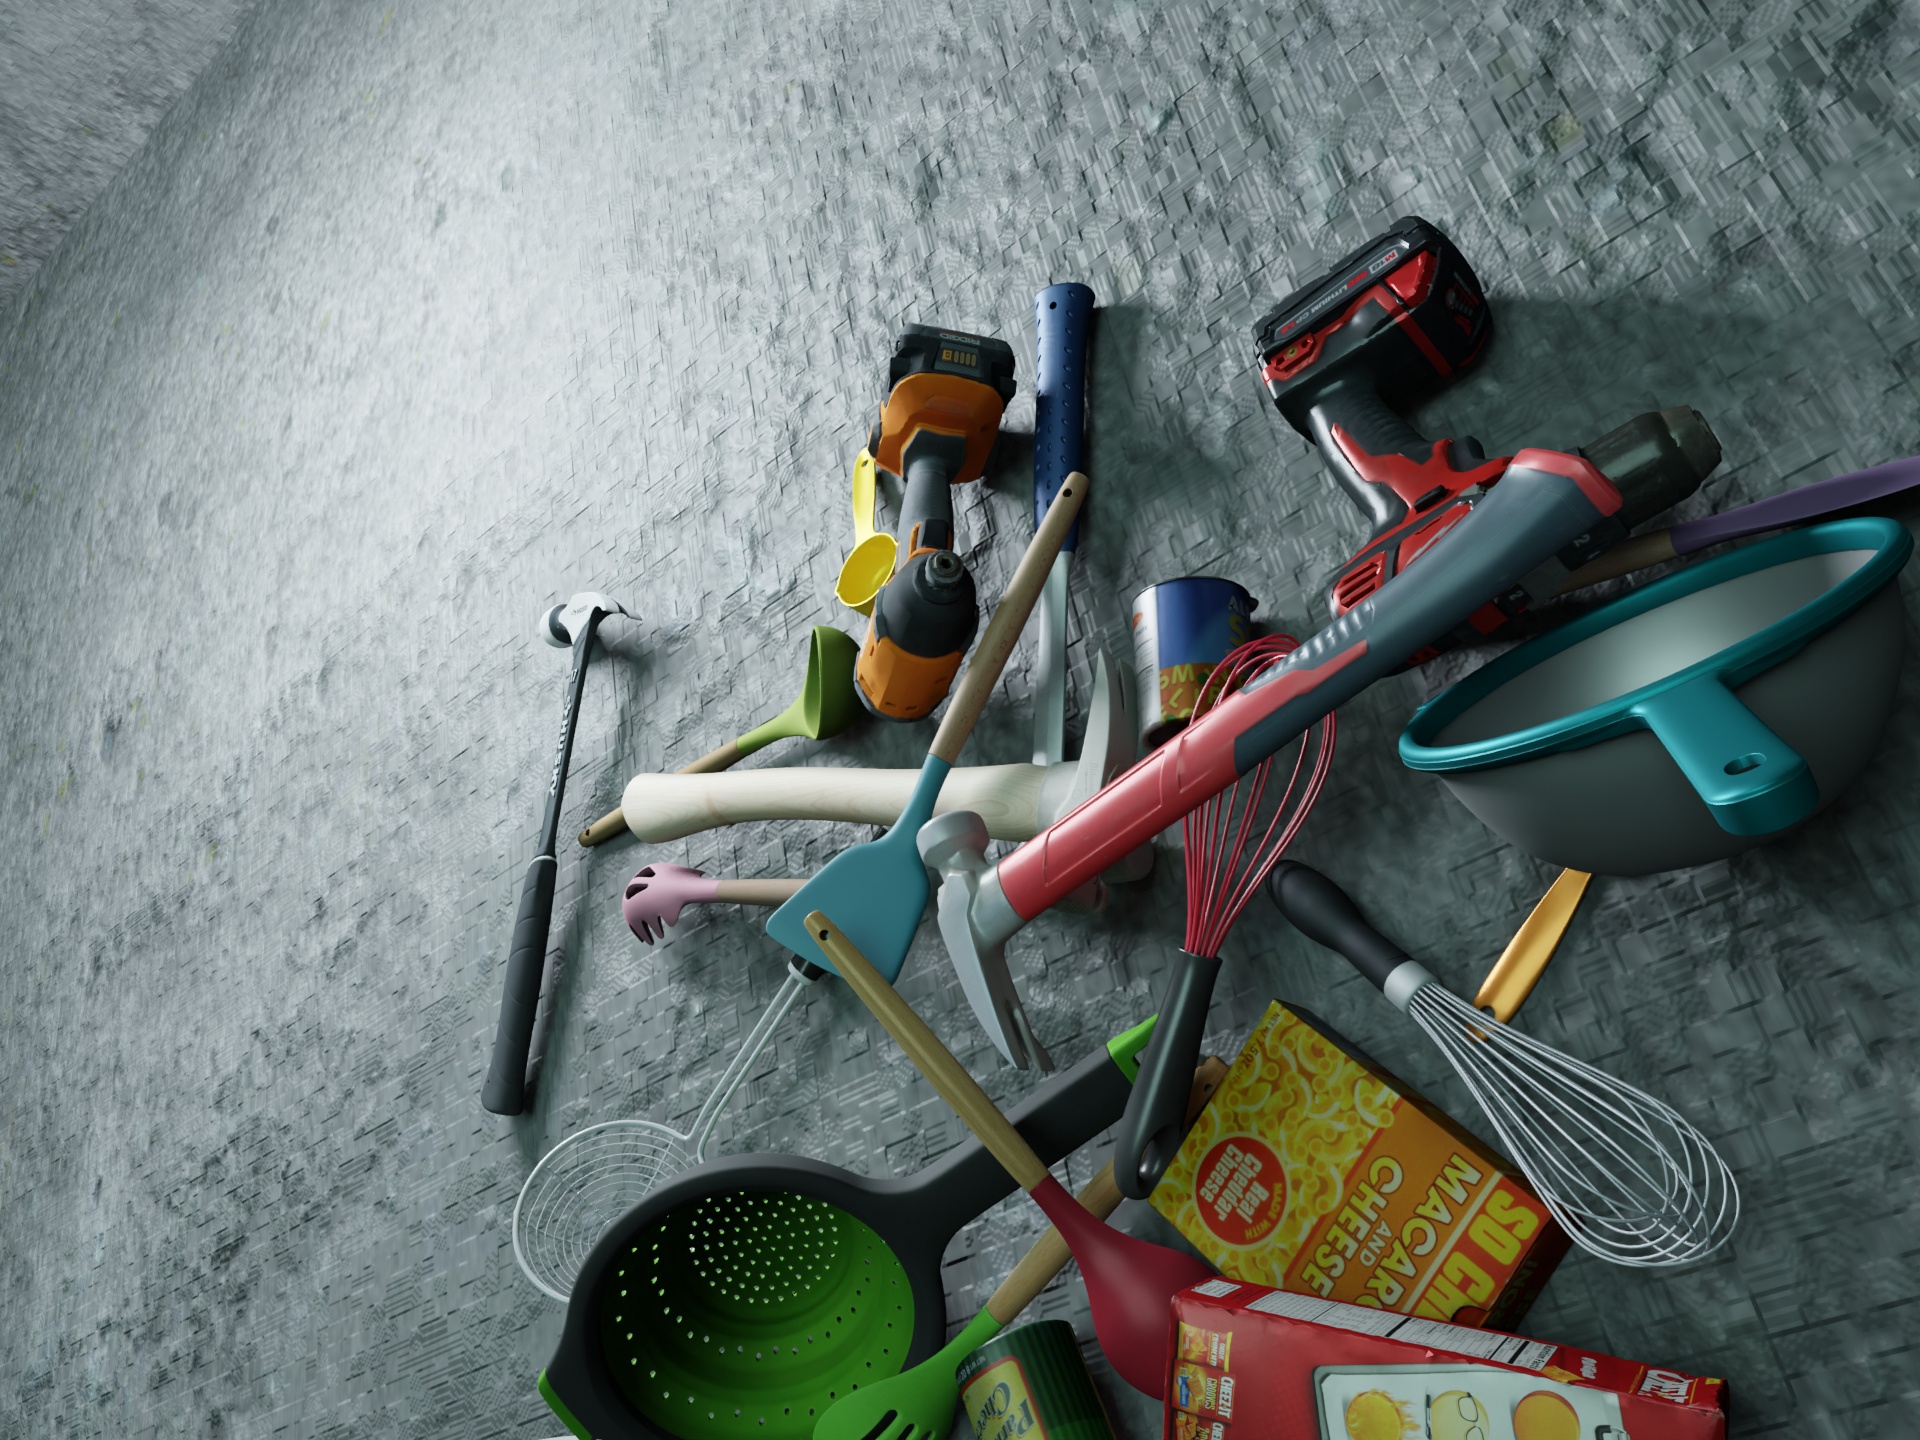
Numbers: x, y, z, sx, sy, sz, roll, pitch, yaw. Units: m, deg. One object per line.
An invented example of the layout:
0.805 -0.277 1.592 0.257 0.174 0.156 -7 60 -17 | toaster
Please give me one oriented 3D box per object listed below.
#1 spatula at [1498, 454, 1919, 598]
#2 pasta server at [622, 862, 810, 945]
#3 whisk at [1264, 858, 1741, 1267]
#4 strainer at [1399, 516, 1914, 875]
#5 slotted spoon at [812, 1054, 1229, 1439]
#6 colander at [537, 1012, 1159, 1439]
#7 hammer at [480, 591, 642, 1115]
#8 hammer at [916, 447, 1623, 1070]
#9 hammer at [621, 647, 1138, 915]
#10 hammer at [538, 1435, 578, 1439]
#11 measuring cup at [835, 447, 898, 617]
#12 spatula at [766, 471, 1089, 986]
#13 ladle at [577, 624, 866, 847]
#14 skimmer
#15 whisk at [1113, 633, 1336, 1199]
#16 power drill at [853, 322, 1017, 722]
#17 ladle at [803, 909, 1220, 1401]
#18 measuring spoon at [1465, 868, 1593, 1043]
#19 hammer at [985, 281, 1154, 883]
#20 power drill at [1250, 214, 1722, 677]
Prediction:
0.314 -0.077 0.758 0.316 0.060 0.018 -18 99 40 | spatula
-0.131 0.115 1.031 0.316 0.040 0.060 -6 48 47 | pasta server
0.229 0.141 0.725 0.070 0.070 0.285 -56 38 9 | whisk
0.283 0.018 0.600 0.211 0.340 0.095 -27 95 19 | strainer
0.034 0.295 0.841 0.314 0.070 0.031 -50 24 7 | slotted spoon
-0.047 0.271 0.889 0.397 0.204 0.094 -36 16 5 | colander
-0.315 0.094 1.224 0.149 0.036 0.409 -13 66 55 | hammer
0.138 0.018 0.740 0.386 0.038 0.143 -38 57 27 | hammer
-0.069 0.038 0.995 0.411 0.038 0.146 -2 70 40 | hammer
-0.105 0.483 0.853 0.335 0.146 0.035 19 86 33 | hammer
-0.058 -0.135 1.123 0.062 0.029 0.157 -32 42 29 | measuring cup
-0.001 -0.003 0.900 0.082 0.044 0.317 24 84 21 | spatula
-0.182 0.025 1.138 0.320 0.062 0.078 -29 54 33 | ladle
-0.149 0.207 1.006 0.127 0.090 0.363 38 98 32 | skimmer
0.127 0.099 0.803 0.073 0.073 0.296 16 90 44 | whisk
-0.017 -0.130 0.989 0.164 0.084 0.227 118 159 -65 | power drill
0.024 0.213 0.805 0.069 0.031 0.316 -44 73 1 | ladle
0.268 0.100 0.741 0.021 0.011 0.117 36 98 44 | measuring spoon
0.054 -0.090 0.992 0.144 0.035 0.406 -13 64 37 | hammer
0.251 -0.148 0.795 0.188 0.080 0.227 -32 48 27 | power drill
